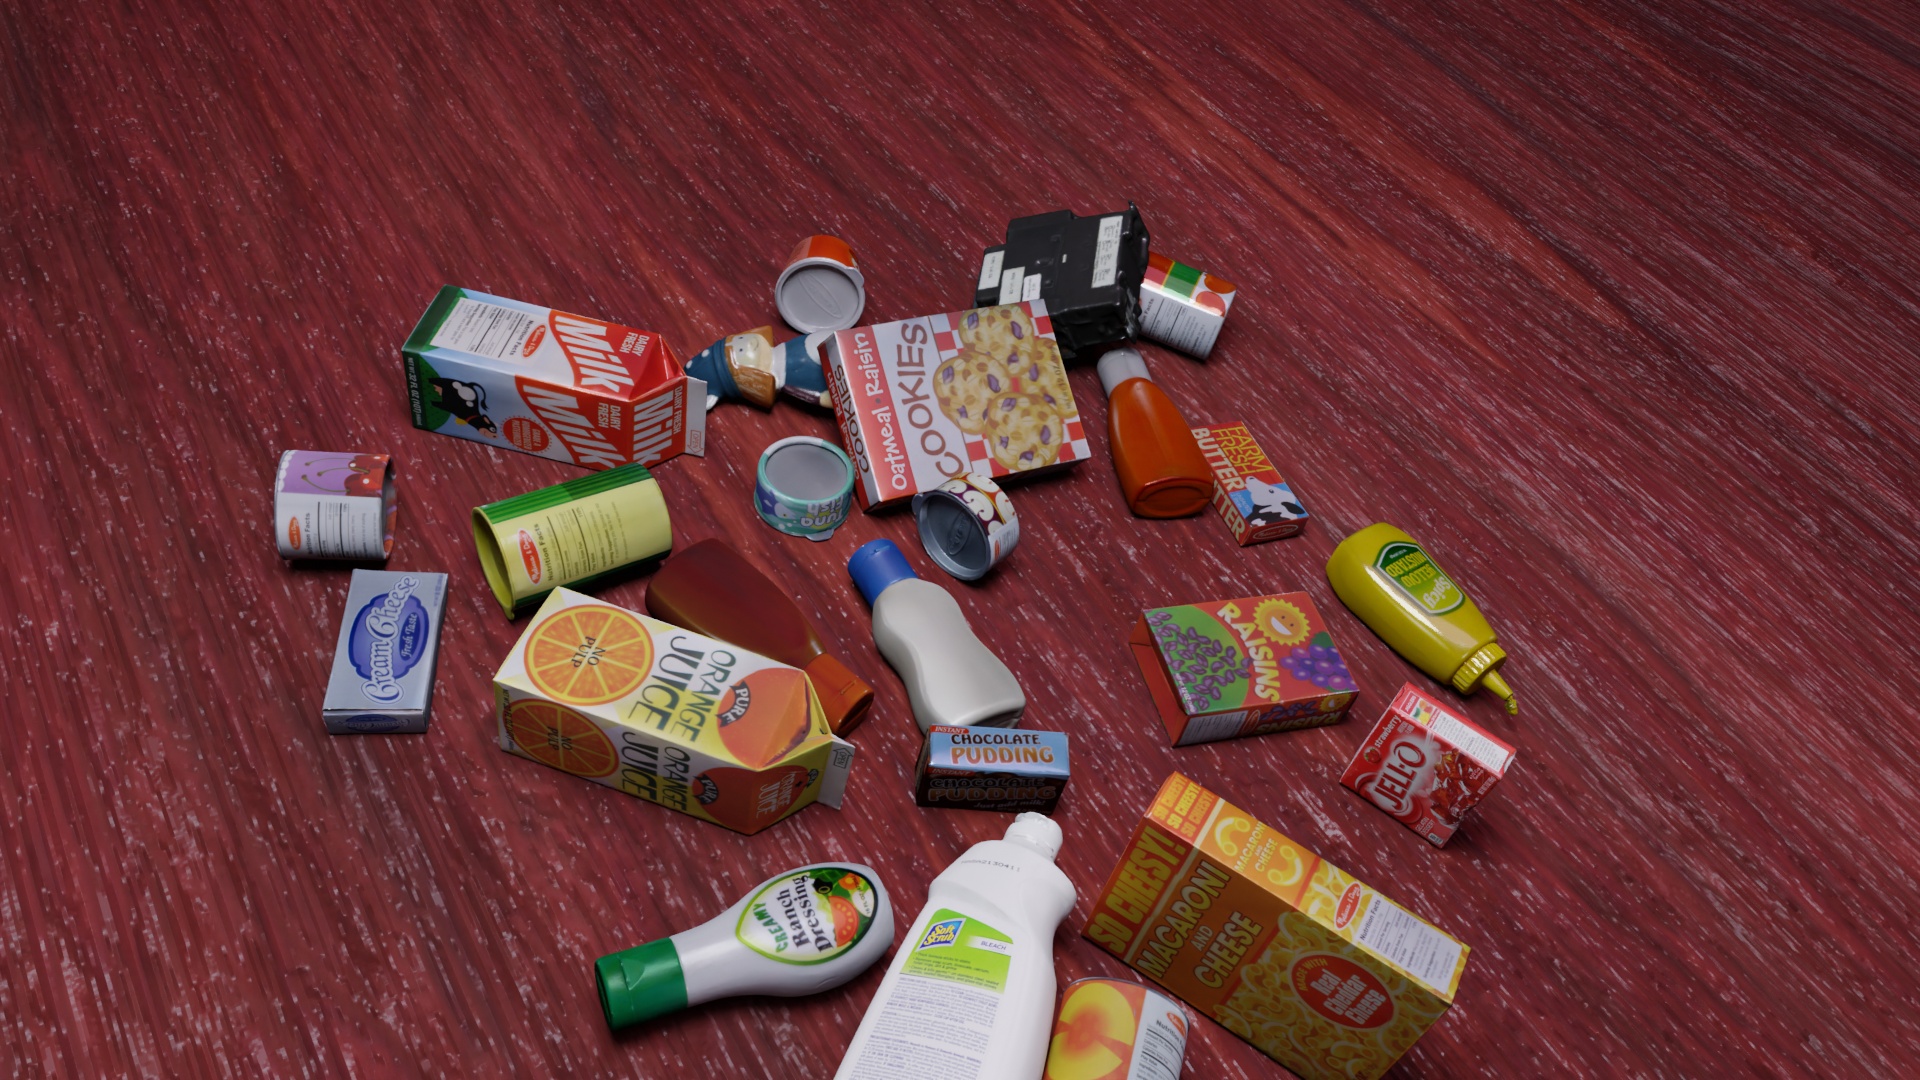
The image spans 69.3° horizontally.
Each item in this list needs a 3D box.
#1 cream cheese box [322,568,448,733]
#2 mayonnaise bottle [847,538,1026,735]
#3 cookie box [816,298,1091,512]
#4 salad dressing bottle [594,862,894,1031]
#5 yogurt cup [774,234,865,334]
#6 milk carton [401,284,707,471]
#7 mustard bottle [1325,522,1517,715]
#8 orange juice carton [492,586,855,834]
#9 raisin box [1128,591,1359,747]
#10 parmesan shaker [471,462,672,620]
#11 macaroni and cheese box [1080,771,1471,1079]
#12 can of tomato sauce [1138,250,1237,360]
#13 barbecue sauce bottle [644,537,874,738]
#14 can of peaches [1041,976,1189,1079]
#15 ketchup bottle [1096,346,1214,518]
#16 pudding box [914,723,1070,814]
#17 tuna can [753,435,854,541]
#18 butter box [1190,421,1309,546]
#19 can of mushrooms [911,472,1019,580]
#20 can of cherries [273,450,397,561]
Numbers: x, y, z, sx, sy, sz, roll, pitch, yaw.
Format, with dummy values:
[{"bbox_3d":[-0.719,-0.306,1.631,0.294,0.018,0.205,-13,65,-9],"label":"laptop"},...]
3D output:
[{"bbox_3d":[-0.328,0.062,0.799,0.053,0.024,0.104,2,48,-12],"label":"cream cheese box"},{"bbox_3d":[-0.021,0.062,0.867,0.065,0.041,0.148,-16,53,-28],"label":"mayonnaise bottle"},{"bbox_3d":[-0.004,-0.097,0.981,0.168,0.040,0.123,-13,83,-25],"label":"cookie box"},{"bbox_3d":[-0.109,0.209,0.708,0.148,0.043,0.064,-13,51,-24],"label":"salad dressing bottle"},{"bbox_3d":[-0.106,-0.198,1.067,0.072,0.072,0.054,8,39,-8],"label":"yogurt cup"},{"bbox_3d":[-0.264,-0.103,0.933,0.191,0.072,0.074,13,47,-2],"label":"milk carton"},{"bbox_3d":[0.325,0.057,0.954,0.065,0.048,0.161,-24,58,-29],"label":"mustard bottle"},{"bbox_3d":[-0.153,0.102,0.775,0.193,0.071,0.073,19,47,3],"label":"orange juice carton"},{"bbox_3d":[0.183,0.082,0.901,0.123,0.039,0.086,-6,49,-17],"label":"raisin box"},{"bbox_3d":[-0.237,-0.001,0.854,0.103,0.071,0.071,-20,56,-30],"label":"parmesan shaker"},{"bbox_3d":[0.157,0.208,0.722,0.166,0.123,0.040,31,46,14],"label":"macaroni and cheese box"},{"bbox_3d":[0.175,-0.193,1.131,0.083,0.070,0.071,23,47,6],"label":"can of tomato sauce"},{"bbox_3d":[-0.119,0.061,0.841,0.149,0.043,0.065,36,50,18],"label":"barbecue sauce bottle"},{"bbox_3d":[0.075,0.262,0.694,0.071,0.070,0.058,19,47,3],"label":"can of peaches"},{"bbox_3d":[0.138,-0.084,1.038,0.065,0.043,0.149,-2,49,-14],"label":"ketchup bottle"},{"bbox_3d":[0.018,0.133,0.806,0.084,0.049,0.030,6,49,-9],"label":"pudding box"},{"bbox_3d":[-0.105,-0.036,0.939,0.071,0.032,0.071,7,47,-8],"label":"tuna can"},{"bbox_3d":[0.209,-0.044,1.032,0.053,0.024,0.104,-10,52,-23],"label":"butter box"},{"bbox_3d":[0.003,-0.012,0.922,0.071,0.070,0.033,40,51,21],"label":"can of mushrooms"},{"bbox_3d":[-0.374,-0.022,0.836,0.058,0.071,0.072,1,48,-14],"label":"can of cherries"}]
